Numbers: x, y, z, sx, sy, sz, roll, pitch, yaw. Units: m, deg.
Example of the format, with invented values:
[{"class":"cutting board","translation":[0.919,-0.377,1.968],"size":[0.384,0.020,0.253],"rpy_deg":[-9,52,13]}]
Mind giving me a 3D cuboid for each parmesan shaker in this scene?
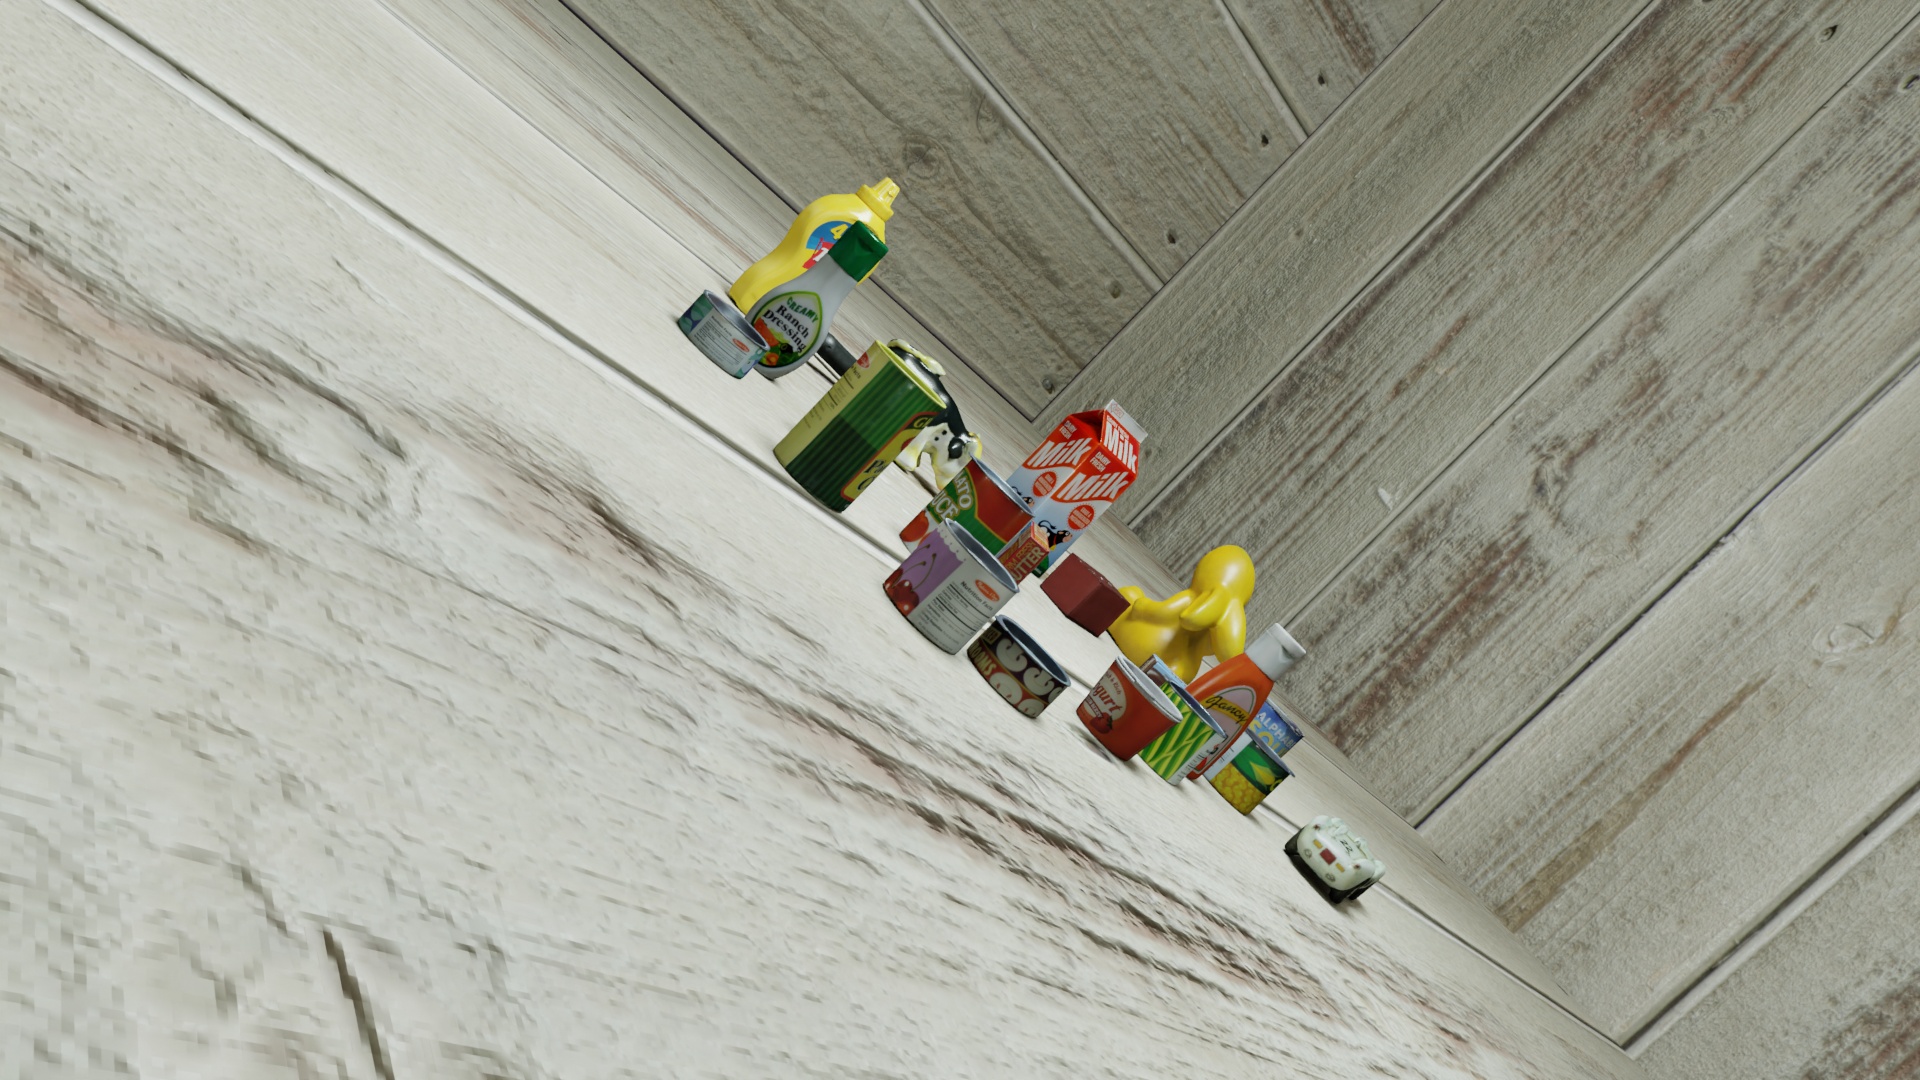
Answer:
[{"class":"parmesan shaker","translation":[-0.069,-0.078,0.950],"size":[0.071,0.103,0.071],"rpy_deg":[43,7,-7]}]

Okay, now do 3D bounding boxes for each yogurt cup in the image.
[{"class":"yogurt cup","translation":[0.124,0.127,1.039],"size":[0.072,0.054,0.072],"rpy_deg":[43,8,-7]}]

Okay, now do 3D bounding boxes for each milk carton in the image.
[{"class":"milk carton","translation":[0.113,-0.061,1.467],"size":[0.072,0.190,0.074],"rpy_deg":[38,9,-39]}]

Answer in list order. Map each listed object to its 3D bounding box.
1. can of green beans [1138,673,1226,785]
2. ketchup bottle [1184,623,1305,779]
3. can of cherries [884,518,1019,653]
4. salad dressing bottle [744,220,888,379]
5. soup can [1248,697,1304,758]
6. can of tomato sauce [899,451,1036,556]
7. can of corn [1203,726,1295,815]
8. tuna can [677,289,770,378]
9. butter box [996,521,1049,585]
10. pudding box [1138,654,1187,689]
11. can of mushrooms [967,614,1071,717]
[{"class":"can of green beans","translation":[0.171,0.155,1.123],"size":[0.071,0.058,0.071],"rpy_deg":[43,8,-7]},{"class":"ketchup bottle","translation":[0.231,0.134,1.194],"size":[0.064,0.148,0.043],"rpy_deg":[42,8,-15]},{"class":"can of cherries","translation":[-0.006,0.028,0.880],"size":[0.071,0.058,0.071],"rpy_deg":[43,8,-7]},{"class":"salad dressing bottle","translation":[-0.123,-0.201,1.153],"size":[0.064,0.147,0.044],"rpy_deg":[43,7,-13]},{"class":"soup can","translation":[0.294,0.203,1.400],"size":[0.071,0.083,0.071],"rpy_deg":[43,8,-7]},{"class":"can of tomato sauce","translation":[0.004,-0.013,1.055],"size":[0.071,0.083,0.071],"rpy_deg":[43,8,-7]},{"class":"can of corn","translation":[0.265,0.213,1.288],"size":[0.071,0.058,0.071],"rpy_deg":[43,8,-7]},{"class":"tuna can","translation":[-0.180,-0.157,1.055],"size":[0.071,0.033,0.071],"rpy_deg":[43,8,-7]},{"class":"butter box","translation":[0.056,0.013,1.293],"size":[0.024,0.053,0.104],"rpy_deg":[44,8,-5]},{"class":"pudding box","translation":[0.190,0.150,1.268],"size":[0.083,0.049,0.030],"rpy_deg":[44,7,-5]},{"class":"can of mushrooms","translation":[0.037,0.081,0.913],"size":[0.071,0.033,0.071],"rpy_deg":[43,8,-7]}]
